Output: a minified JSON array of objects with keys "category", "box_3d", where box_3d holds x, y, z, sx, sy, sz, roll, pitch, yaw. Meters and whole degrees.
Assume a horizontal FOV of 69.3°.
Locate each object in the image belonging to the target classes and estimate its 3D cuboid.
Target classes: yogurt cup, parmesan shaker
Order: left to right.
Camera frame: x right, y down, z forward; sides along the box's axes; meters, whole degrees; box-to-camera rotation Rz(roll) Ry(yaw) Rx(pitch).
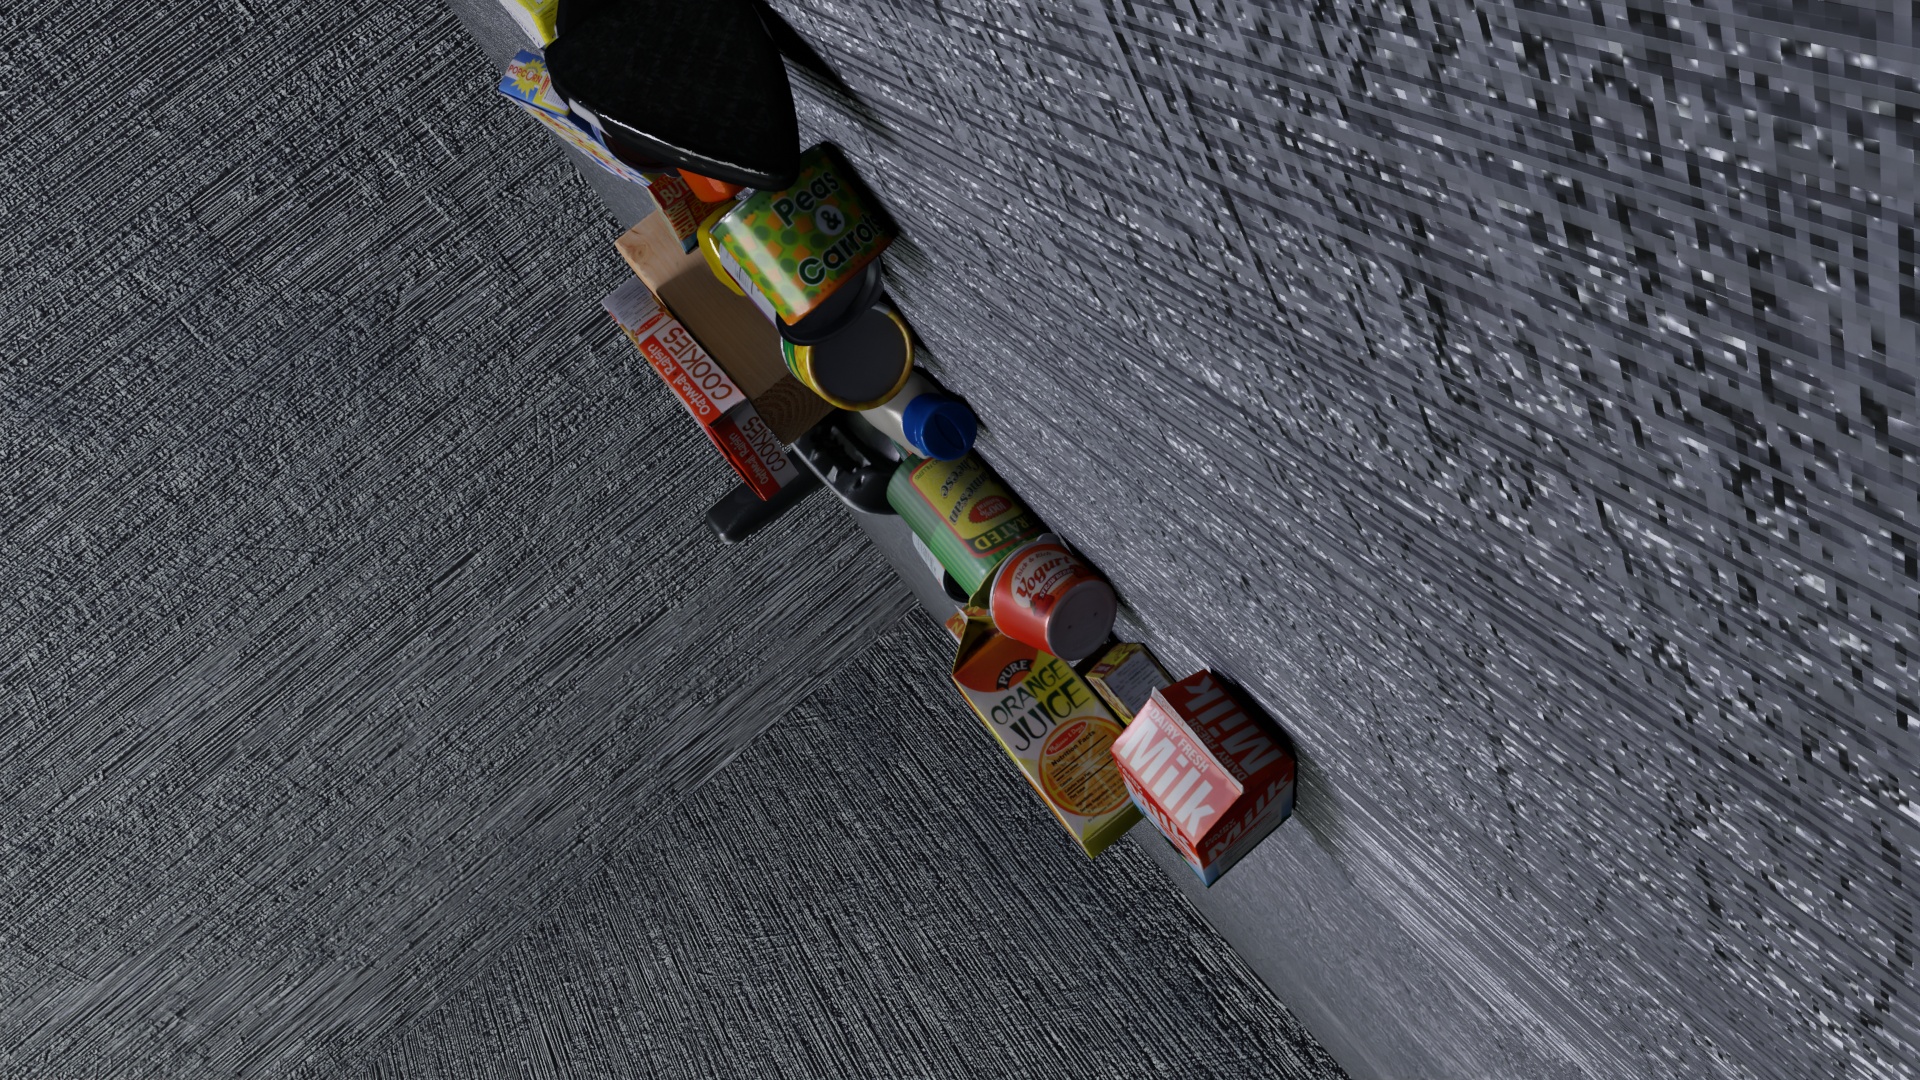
[{"category":"parmesan shaker","box_3d":[0.003,-0.012,0.930,0.103,0.071,0.071,48,175,24]},{"category":"yogurt cup","box_3d":[0.060,0.040,0.864,0.054,0.072,0.072,31,162,49]}]

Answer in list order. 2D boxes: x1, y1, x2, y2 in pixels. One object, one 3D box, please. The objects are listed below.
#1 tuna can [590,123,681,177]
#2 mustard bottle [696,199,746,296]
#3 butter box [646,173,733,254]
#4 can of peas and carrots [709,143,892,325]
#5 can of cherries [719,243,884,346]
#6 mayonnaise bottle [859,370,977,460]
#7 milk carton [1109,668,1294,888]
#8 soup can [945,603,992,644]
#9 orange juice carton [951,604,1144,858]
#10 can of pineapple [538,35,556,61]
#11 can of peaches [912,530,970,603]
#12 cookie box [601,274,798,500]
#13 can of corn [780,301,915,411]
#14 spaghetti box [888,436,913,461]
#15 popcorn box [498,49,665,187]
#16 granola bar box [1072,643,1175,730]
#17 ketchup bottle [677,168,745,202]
[{"category":"tuna can","box_3d":[-0.186,-0.254,0.832,0.071,0.071,0.033,54,175,-36]},{"category":"mustard bottle","box_3d":[-0.164,-0.215,1.037,0.065,0.049,0.160,52,176,-13]},{"category":"butter box","box_3d":[-0.199,-0.253,1.041,0.024,0.053,0.103,52,175,5]},{"category":"can of peas and carrots","box_3d":[-0.073,-0.144,0.655,0.058,0.071,0.071,51,175,-13]},{"category":"can of cherries","box_3d":[-0.084,-0.146,0.737,0.058,0.071,0.071,48,174,26]},{"category":"mayonnaise bottle","box_3d":[-0.031,-0.083,0.886,0.064,0.041,0.148,51,174,-25]},{"category":"milk carton","box_3d":[0.140,0.135,0.792,0.072,0.073,0.190,48,174,24]},{"category":"soup can","box_3d":[0.040,0.064,1.099,0.071,0.084,0.071,49,174,7]},{"category":"orange juice carton","box_3d":[0.058,0.125,0.992,0.193,0.073,0.071,50,175,23]},{"category":"can of pineapple","box_3d":[-0.218,-0.295,0.864,0.071,0.058,0.071,50,175,6]},{"category":"can of peaches","box_3d":[0.007,0.003,1.040,0.058,0.071,0.071,53,178,43]},{"category":"cookie box","box_3d":[-0.208,-0.120,1.114,0.168,0.040,0.122,47,173,28]},{"category":"can of corn","box_3d":[-0.066,-0.111,0.818,0.071,0.071,0.058,53,174,-27]},{"category":"spaghetti box","box_3d":[-0.008,-0.034,1.116,0.050,0.029,0.249,48,175,24]},{"category":"popcorn box","box_3d":[-0.273,-0.314,1.052,0.085,0.038,0.126,28,179,32]},{"category":"granola bar box","box_3d":[0.138,0.130,0.978,0.124,0.039,0.165,51,175,1]},{"category":"ketchup bottle","box_3d":[-0.171,-0.261,0.777,0.148,0.043,0.065,53,168,-31]}]
